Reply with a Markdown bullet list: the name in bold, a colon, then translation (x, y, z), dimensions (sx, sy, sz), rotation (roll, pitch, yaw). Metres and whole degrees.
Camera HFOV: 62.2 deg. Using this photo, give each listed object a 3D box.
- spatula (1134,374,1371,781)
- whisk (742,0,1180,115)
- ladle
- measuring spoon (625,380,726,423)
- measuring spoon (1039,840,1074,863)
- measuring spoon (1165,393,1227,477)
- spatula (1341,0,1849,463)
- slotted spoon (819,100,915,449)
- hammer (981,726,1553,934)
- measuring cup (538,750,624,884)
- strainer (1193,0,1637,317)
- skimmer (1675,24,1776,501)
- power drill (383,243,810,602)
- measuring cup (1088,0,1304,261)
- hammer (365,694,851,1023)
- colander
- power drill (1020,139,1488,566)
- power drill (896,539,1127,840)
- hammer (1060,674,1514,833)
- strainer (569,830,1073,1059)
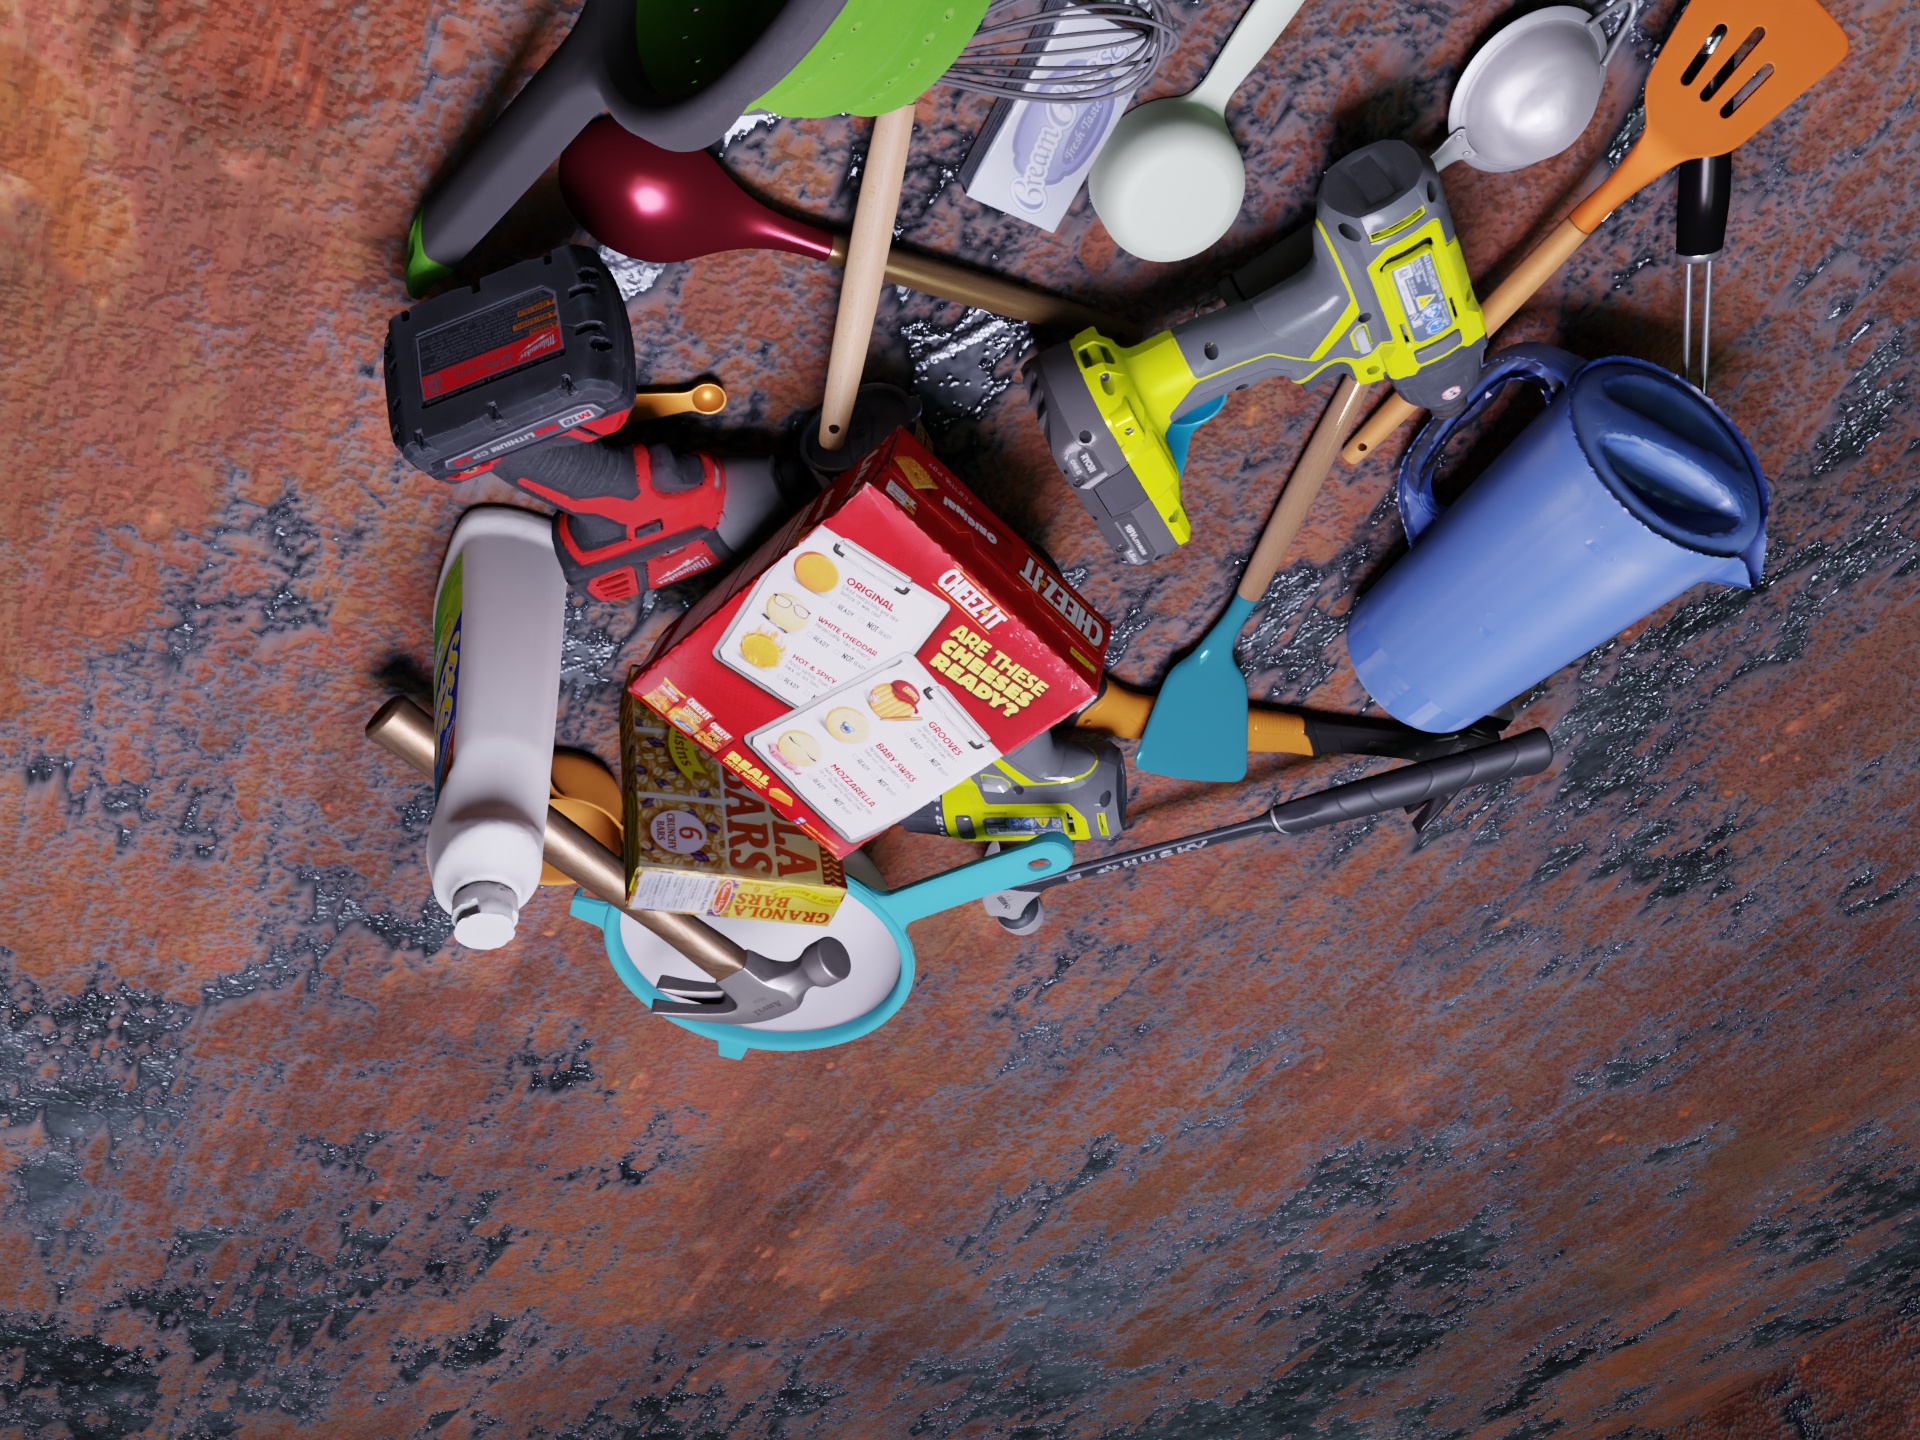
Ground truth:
- **spatula**: translation (0.194, -0.092, 0.989), dimensions (0.082, 0.044, 0.317), rotation (8, 130, -16)
- **whisk**: translation (-0.022, -0.281, 0.678), dimensions (0.239, 0.055, 0.055), rotation (3, 144, 26)
- **ladle**: translation (-0.044, -0.232, 0.803), dimensions (0.315, 0.031, 0.069), rotation (9, 131, -25)
- **measuring spoon**: translation (-0.183, -0.168, 0.847), dimensions (0.117, 0.011, 0.021), rotation (-7, 138, -2)
- **measuring spoon**: translation (0.031, 0.116, 1.192), dimensions (0.124, 0.018, 0.034), rotation (-28, 136, 16)
- **measuring spoon**: translation (0.121, -0.162, 0.929), dimensions (0.042, 0.021, 0.128), rotation (-1, 145, -10)
- **spatula**: translation (0.315, -0.251, 0.854), dimensions (0.081, 0.041, 0.322), rotation (35, 134, -7)
- **slotted spoon**: translation (-0.036, -0.265, 0.743), dimensions (0.070, 0.031, 0.313), rotation (11, 127, -6)
- **hammer**: translation (0.207, 0.071, 1.116), dimensions (0.409, 0.036, 0.149), rotation (-16, 157, 9)
- **measuring cup**: translation (-0.265, 0.031, 1.005), dimensions (0.095, 0.052, 0.173), rotation (-8, 135, -6)
- **strainer**: translation (0.233, -0.276, 0.816), dimensions (0.258, 0.050, 0.086), rotation (-30, 140, 22)
- **skimmer**: translation (0.414, -0.225, 0.922), dimensions (0.127, 0.090, 0.362), rotation (-11, 128, 8)
- **power drill**: translation (-0.172, -0.135, 0.797), dimensions (0.143, 0.079, 0.219), rotation (-18, 159, 11)
- **measuring cup**: translation (0.127, -0.294, 0.767), dimensions (0.083, 0.038, 0.167), rotation (16, 132, -28)
- **hammer**: translation (-0.227, 0.094, 0.993), dimensions (0.130, 0.031, 0.331), rotation (-31, 122, 30)
- **colander**: translation (-0.103, -0.273, 0.657), dimensions (0.094, 0.205, 0.397), rotation (16, 149, -41)
- **power drill**: translation (0.161, -0.178, 0.835), dimensions (0.223, 0.080, 0.171), rotation (-26, 140, 14)
- **power drill**: translation (-0.002, -0.003, 1.005), dimensions (0.190, 0.080, 0.228), rotation (-1, 140, 13)
- **hammer**: translation (0.221, 0.013, 1.121), dimensions (0.336, 0.034, 0.127), rotation (7, 132, -21)
- **strainer**: translation (-0.077, 0.109, 1.076), dimensions (0.340, 0.095, 0.210), rotation (-21, 127, 22)
